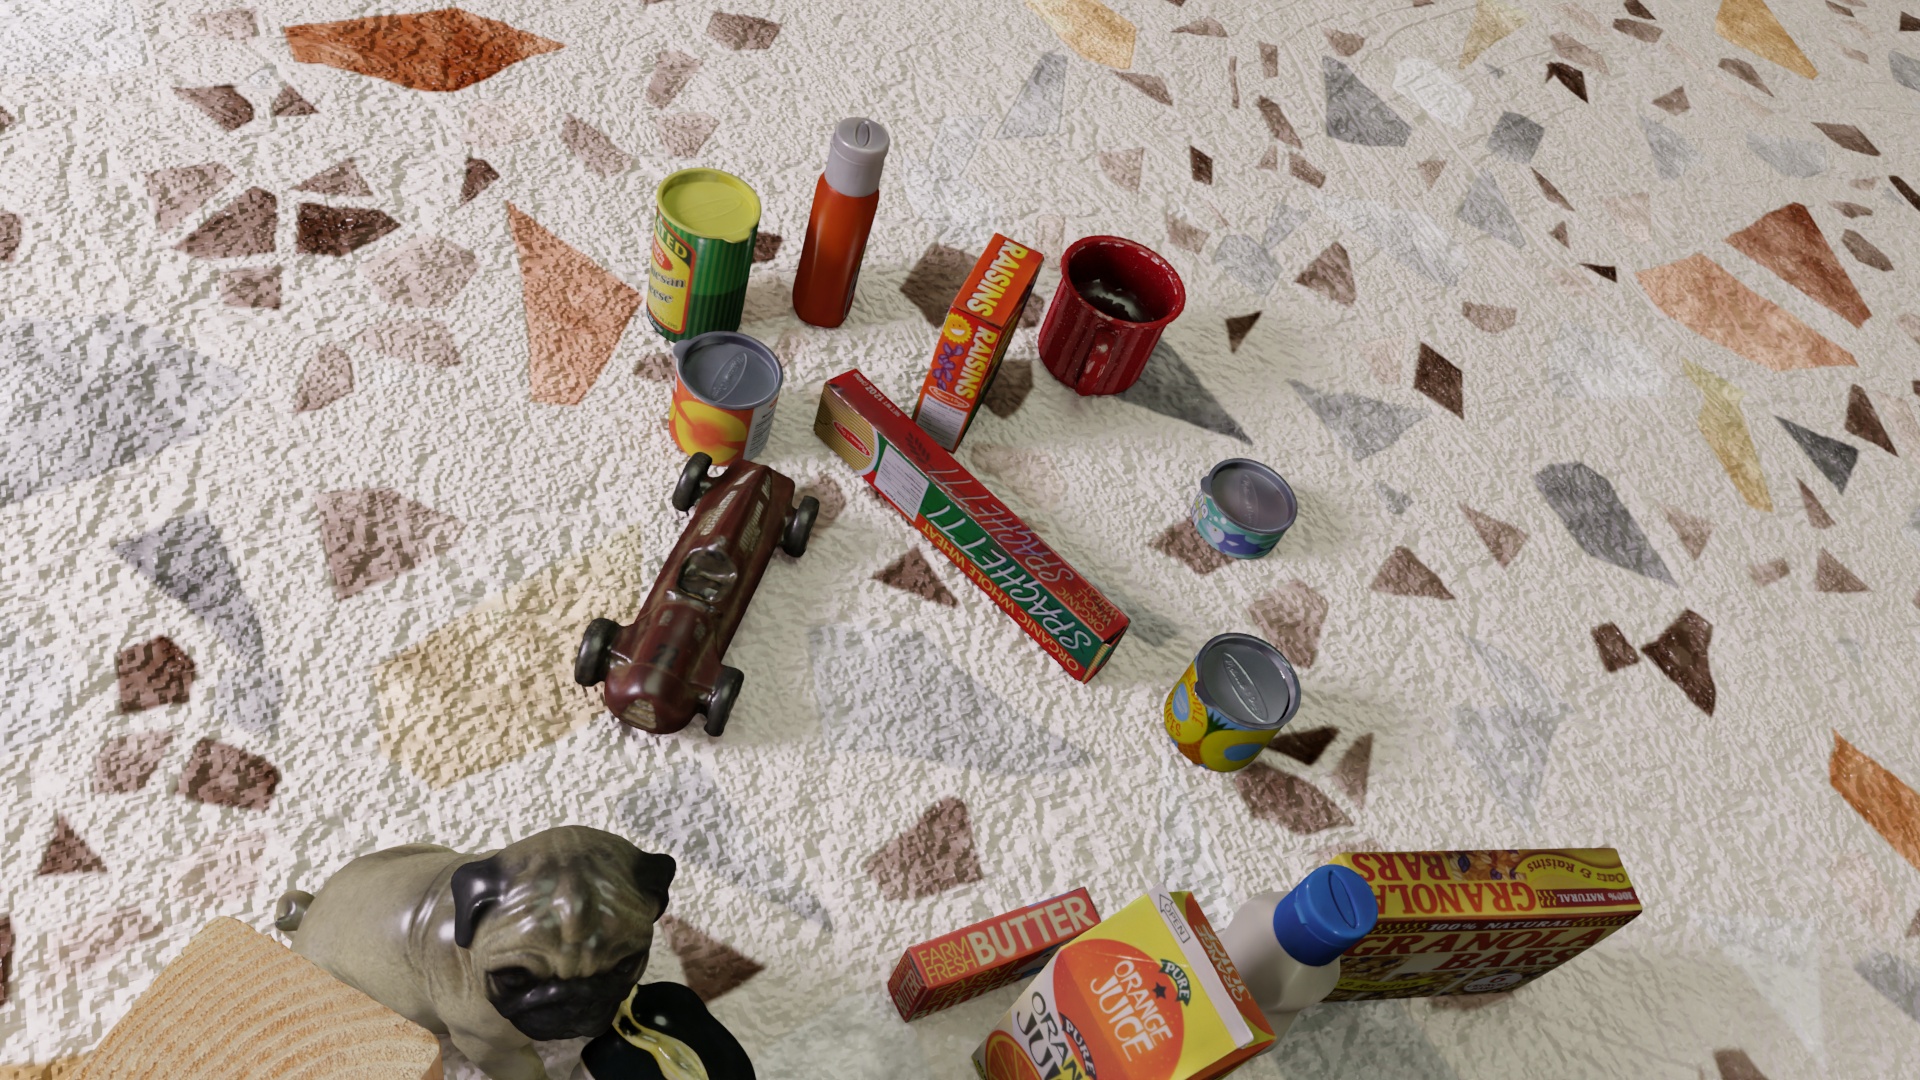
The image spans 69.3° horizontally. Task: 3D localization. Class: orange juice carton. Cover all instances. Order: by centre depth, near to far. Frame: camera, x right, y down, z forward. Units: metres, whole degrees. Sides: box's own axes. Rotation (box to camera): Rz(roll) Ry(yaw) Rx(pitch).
[{"bbox_3d":[0.074,0.222,0.625,0.073,0.191,0.072,-15,59,-27],"label":"orange juice carton"}]

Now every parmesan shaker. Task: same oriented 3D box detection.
[{"bbox_3d":[-0.170,-0.183,0.918,0.071,0.102,0.072,9,51,-11],"label":"parmesan shaker"}]

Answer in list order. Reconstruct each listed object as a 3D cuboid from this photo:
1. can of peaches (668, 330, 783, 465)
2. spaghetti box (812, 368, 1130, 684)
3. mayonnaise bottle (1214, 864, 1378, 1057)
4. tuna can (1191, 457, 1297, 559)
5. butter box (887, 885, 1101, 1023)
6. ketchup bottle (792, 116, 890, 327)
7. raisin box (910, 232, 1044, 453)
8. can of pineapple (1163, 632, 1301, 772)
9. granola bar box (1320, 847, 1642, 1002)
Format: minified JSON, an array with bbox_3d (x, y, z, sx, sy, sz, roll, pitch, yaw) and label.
[{"bbox_3d":[-0.152,-0.090,0.881,0.071,0.057,0.071,9,51,-11],"label":"can of peaches"},{"bbox_3d":[0.003,-0.011,0.875,0.250,0.050,0.029,43,53,16],"label":"spaghetti box"},{"bbox_3d":[0.157,0.208,0.692,0.041,0.147,0.065,-2,55,-20],"label":"mayonnaise bottle"},{"bbox_3d":[0.193,-0.022,0.957,0.071,0.032,0.071,9,51,-11],"label":"tuna can"},{"bbox_3d":[0.017,0.210,0.706,0.104,0.052,0.024,-12,58,-26],"label":"butter box"},{"bbox_3d":[-0.082,-0.216,0.943,0.043,0.148,0.065,10,51,-10],"label":"ketchup bottle"},{"bbox_3d":[0.010,-0.130,0.922,0.040,0.122,0.086,26,50,2],"label":"raisin box"},{"bbox_3d":[0.161,0.098,0.837,0.071,0.057,0.071,9,51,-11],"label":"can of pineapple"},{"bbox_3d":[0.252,0.207,0.739,0.166,0.123,0.039,3,53,-16],"label":"granola bar box"}]
